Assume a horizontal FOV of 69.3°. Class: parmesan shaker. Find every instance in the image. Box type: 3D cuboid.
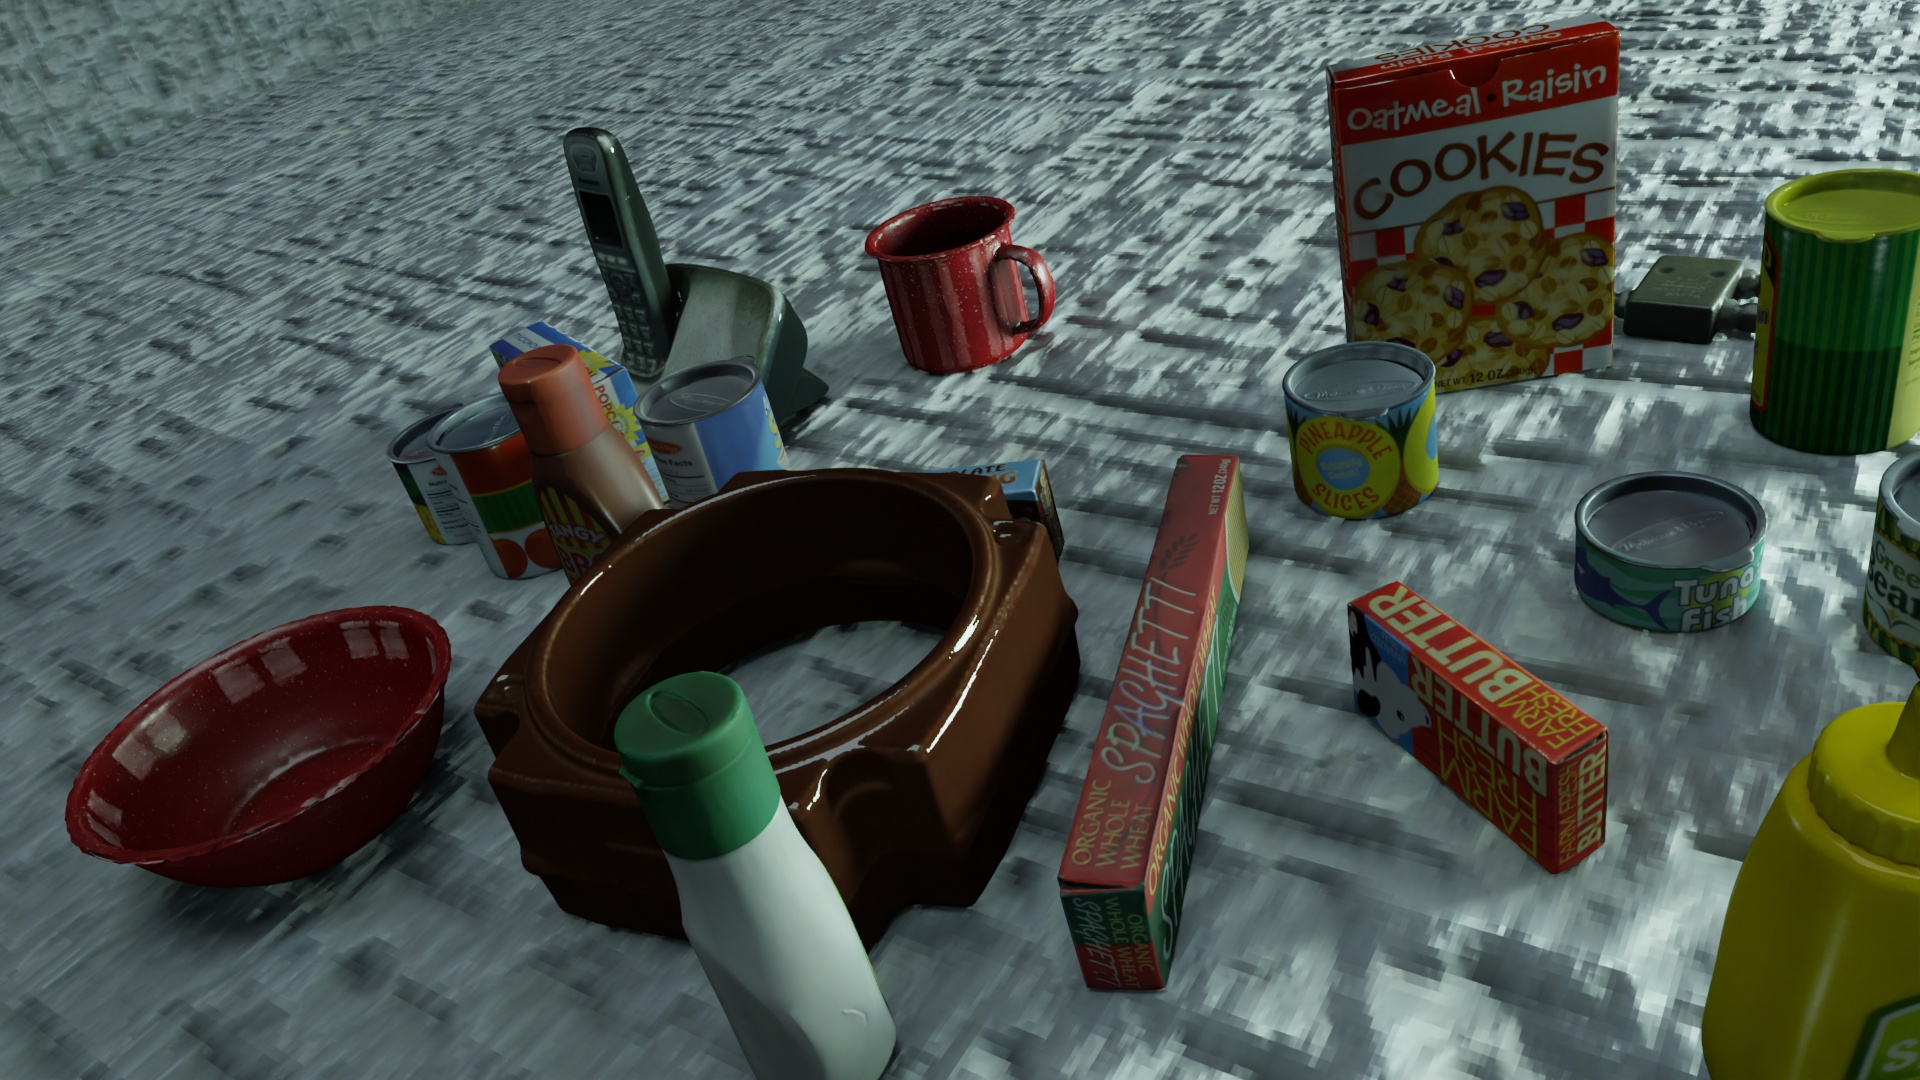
[{"bbox_3d":[0.370,-0.094,0.583,0.071,0.102,0.072,-11,32,7],"label":"parmesan shaker"}]

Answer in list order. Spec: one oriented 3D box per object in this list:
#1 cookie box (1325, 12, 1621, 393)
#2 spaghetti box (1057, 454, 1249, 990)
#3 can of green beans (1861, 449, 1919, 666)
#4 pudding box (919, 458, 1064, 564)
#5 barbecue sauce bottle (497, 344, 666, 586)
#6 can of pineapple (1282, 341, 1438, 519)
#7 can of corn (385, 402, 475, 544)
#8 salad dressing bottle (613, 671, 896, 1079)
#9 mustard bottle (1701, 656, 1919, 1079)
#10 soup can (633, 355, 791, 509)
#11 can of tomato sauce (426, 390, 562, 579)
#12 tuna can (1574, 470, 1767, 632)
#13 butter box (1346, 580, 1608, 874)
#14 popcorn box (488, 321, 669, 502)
[{"bbox_3d":[0.246,-0.154,0.666,0.123,0.166,0.040,-8,32,10],"label":"cookie box"},{"bbox_3d":[0.080,0.053,0.524,0.028,0.050,0.251,-2,34,20],"label":"spaghetti box"},{"bbox_3d":[0.351,0.007,0.477,0.071,0.057,0.071,-11,32,7],"label":"can of green beans"},{"bbox_3d":[0.002,-0.008,0.651,0.083,0.049,0.030,-5,33,16],"label":"pudding box"},{"bbox_3d":[-0.167,-0.018,0.642,0.065,0.147,0.044,7,38,31],"label":"barbecue sauce bottle"},{"bbox_3d":[0.182,-0.050,0.634,0.071,0.057,0.071,-11,32,7],"label":"can of pineapple"},{"bbox_3d":[-0.290,-0.040,0.812,0.071,0.058,0.071,-11,32,7],"label":"can of corn"},{"bbox_3d":[-0.059,0.106,0.408,0.044,0.147,0.064,-34,37,-28],"label":"salad dressing bottle"},{"bbox_3d":[0.210,0.087,0.316,0.065,0.159,0.049,-16,32,-1],"label":"mustard bottle"},{"bbox_3d":[-0.122,-0.044,0.725,0.071,0.083,0.072,-11,32,7],"label":"soup can"},{"bbox_3d":[-0.238,-0.031,0.753,0.071,0.082,0.071,-11,32,7],"label":"can of tomato sauce"},{"bbox_3d":[0.274,0.005,0.536,0.071,0.032,0.071,-11,32,7],"label":"tuna can"},{"bbox_3d":[0.173,0.061,0.472,0.024,0.053,0.104,-23,33,-13],"label":"butter box"},{"bbox_3d":[-0.220,-0.071,0.805,0.038,0.084,0.127,-31,36,-24],"label":"popcorn box"}]
